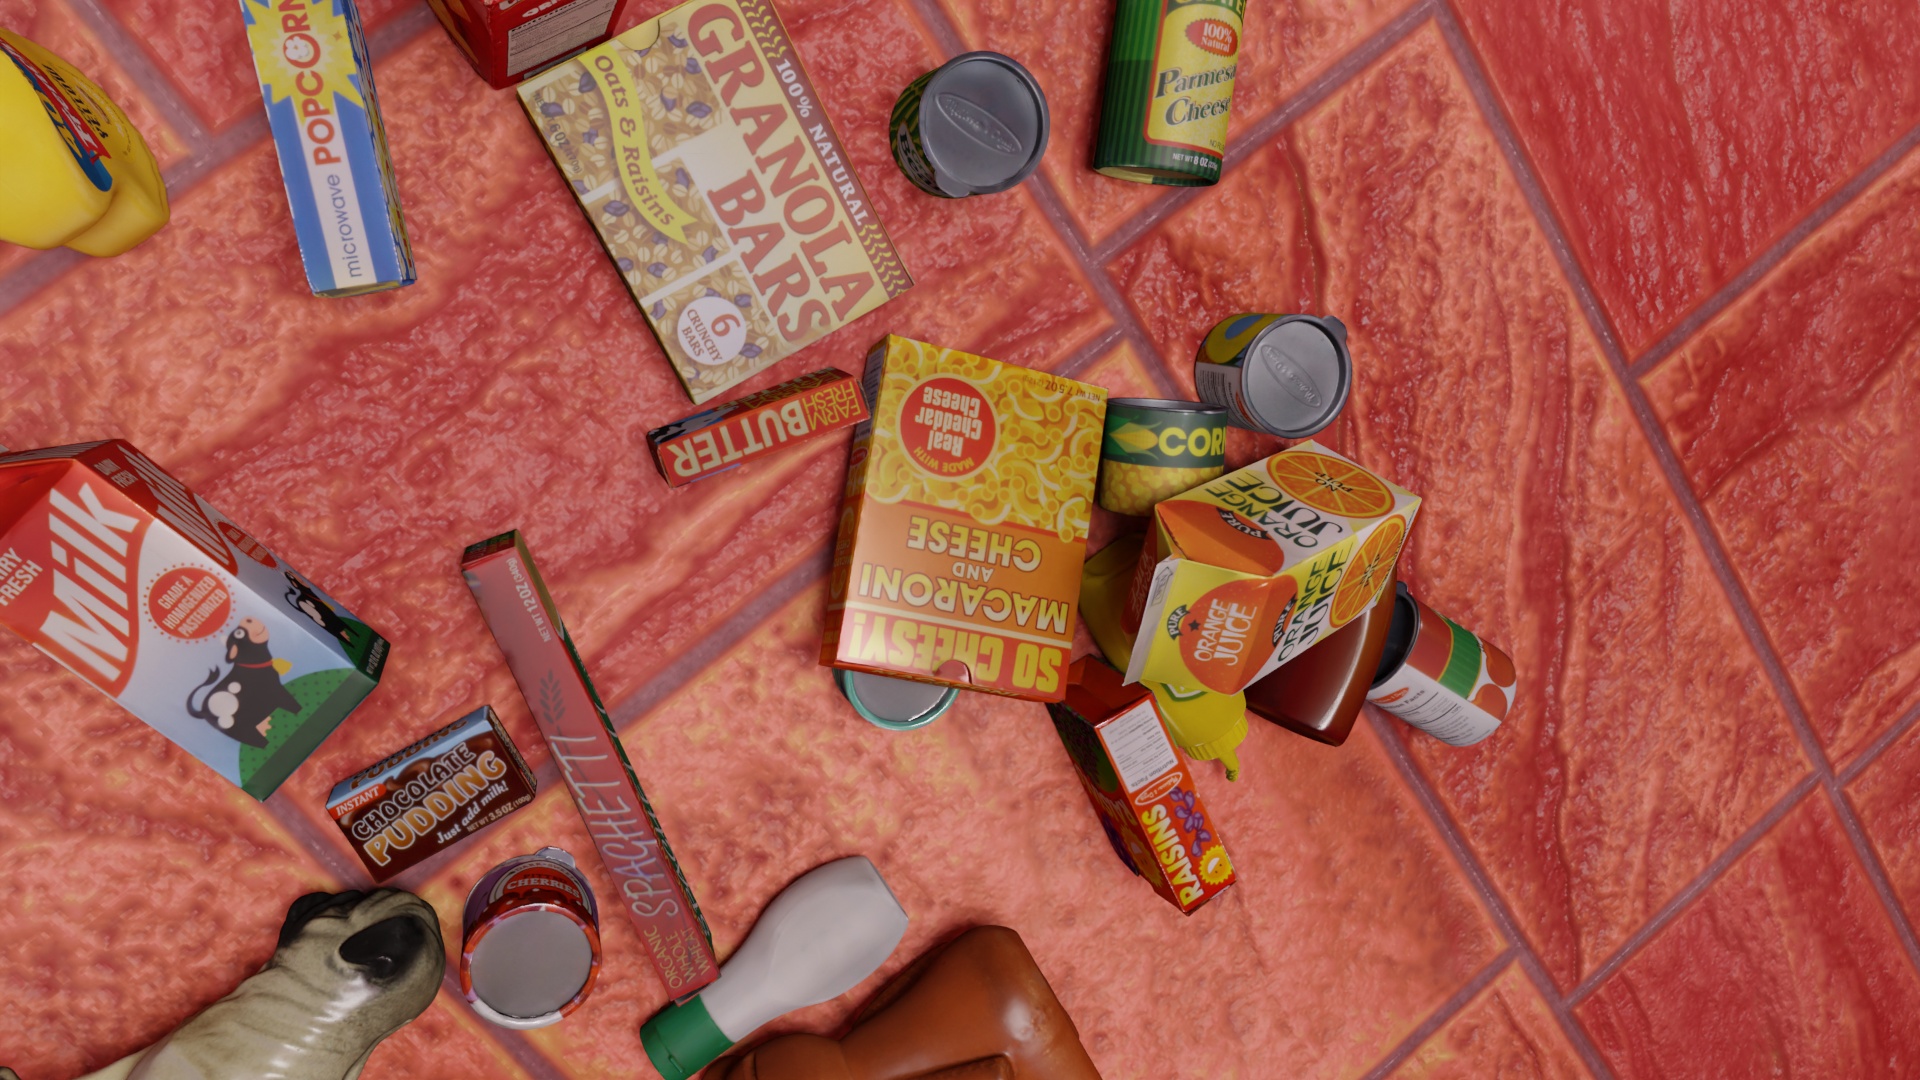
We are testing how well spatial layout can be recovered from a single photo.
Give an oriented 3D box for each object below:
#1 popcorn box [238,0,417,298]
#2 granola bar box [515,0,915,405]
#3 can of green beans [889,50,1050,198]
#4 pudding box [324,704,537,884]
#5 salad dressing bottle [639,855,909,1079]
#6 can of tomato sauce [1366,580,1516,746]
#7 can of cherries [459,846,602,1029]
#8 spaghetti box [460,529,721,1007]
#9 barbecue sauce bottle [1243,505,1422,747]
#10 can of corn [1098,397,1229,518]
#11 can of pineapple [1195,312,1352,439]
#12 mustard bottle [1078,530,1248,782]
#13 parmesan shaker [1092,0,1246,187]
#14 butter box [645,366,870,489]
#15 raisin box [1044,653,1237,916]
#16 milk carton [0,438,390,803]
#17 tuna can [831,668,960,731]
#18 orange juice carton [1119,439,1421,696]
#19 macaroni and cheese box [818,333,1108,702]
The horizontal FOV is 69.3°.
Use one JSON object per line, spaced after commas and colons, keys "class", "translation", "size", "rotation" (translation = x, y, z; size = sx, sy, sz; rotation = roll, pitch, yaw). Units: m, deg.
{"class": "popcorn box", "translation": [-0.266, -0.168, 0.592], "size": [0.038, 0.085, 0.126], "rotation": [-11, 103, -14]}
{"class": "granola bar box", "translation": [-0.115, -0.166, 0.665], "size": [0.124, 0.039, 0.165], "rotation": [-31, 107, -11]}
{"class": "can of green beans", "translation": [0.003, -0.203, 0.686], "size": [0.071, 0.058, 0.071], "rotation": [-3, 101, -17]}
{"class": "pudding box", "translation": [-0.256, 0.122, 0.675], "size": [0.084, 0.030, 0.049], "rotation": [-28, 106, -11]}
{"class": "salad dressing bottle", "translation": [-0.099, 0.228, 0.737], "size": [0.148, 0.044, 0.064], "rotation": [-35, 108, -8]}
{"class": "can of tomato sauce", "translation": [0.273, 0.073, 0.816], "size": [0.083, 0.071, 0.071], "rotation": [28, 90, -21]}
{"class": "can of cherries", "translation": [-0.212, 0.195, 0.687], "size": [0.071, 0.058, 0.071], "rotation": [-3, 101, -17]}
{"class": "spaghetti box", "translation": [-0.180, 0.114, 0.687], "size": [0.029, 0.050, 0.249], "rotation": [-24, 106, -11]}
{"class": "barbecue sauce bottle", "translation": [0.218, 0.040, 0.797], "size": [0.043, 0.065, 0.148], "rotation": [34, 79, -45]}
{"class": "can of corn", "translation": [0.109, -0.044, 0.740], "size": [0.071, 0.071, 0.058], "rotation": [0, 101, -17]}
{"class": "can of pineapple", "translation": [0.171, -0.092, 0.758], "size": [0.071, 0.058, 0.071], "rotation": [-3, 101, -17]}
{"class": "mustard bottle", "translation": [0.124, 0.072, 0.776], "size": [0.065, 0.049, 0.160], "rotation": [-35, 108, -13]}
{"class": "parmesan shaker", "translation": [0.110, -0.237, 0.710], "size": [0.071, 0.071, 0.103], "rotation": [4, 98, -18]}
{"class": "butter box", "translation": [-0.100, -0.057, 0.681], "size": [0.104, 0.053, 0.024], "rotation": [-21, 107, -13]}
{"class": "raisin box", "translation": [0.095, 0.132, 0.758], "size": [0.040, 0.086, 0.123], "rotation": [-30, 107, -12]}
{"class": "milk carton", "translation": [-0.352, 0.021, 0.605], "size": [0.190, 0.072, 0.073], "rotation": [44, 86, -19]}
{"class": "tuna can", "translation": [-0.032, 0.068, 0.735], "size": [0.071, 0.033, 0.071], "rotation": [-3, 100, -17]}
{"class": "orange juice carton", "translation": [0.147, 0.015, 0.701], "size": [0.193, 0.073, 0.071], "rotation": [-21, 135, -43]}
{"class": "macaroni and cheese box", "translation": [0.003, -0.009, 0.707], "size": [0.124, 0.040, 0.166], "rotation": [12, 80, -18]}
